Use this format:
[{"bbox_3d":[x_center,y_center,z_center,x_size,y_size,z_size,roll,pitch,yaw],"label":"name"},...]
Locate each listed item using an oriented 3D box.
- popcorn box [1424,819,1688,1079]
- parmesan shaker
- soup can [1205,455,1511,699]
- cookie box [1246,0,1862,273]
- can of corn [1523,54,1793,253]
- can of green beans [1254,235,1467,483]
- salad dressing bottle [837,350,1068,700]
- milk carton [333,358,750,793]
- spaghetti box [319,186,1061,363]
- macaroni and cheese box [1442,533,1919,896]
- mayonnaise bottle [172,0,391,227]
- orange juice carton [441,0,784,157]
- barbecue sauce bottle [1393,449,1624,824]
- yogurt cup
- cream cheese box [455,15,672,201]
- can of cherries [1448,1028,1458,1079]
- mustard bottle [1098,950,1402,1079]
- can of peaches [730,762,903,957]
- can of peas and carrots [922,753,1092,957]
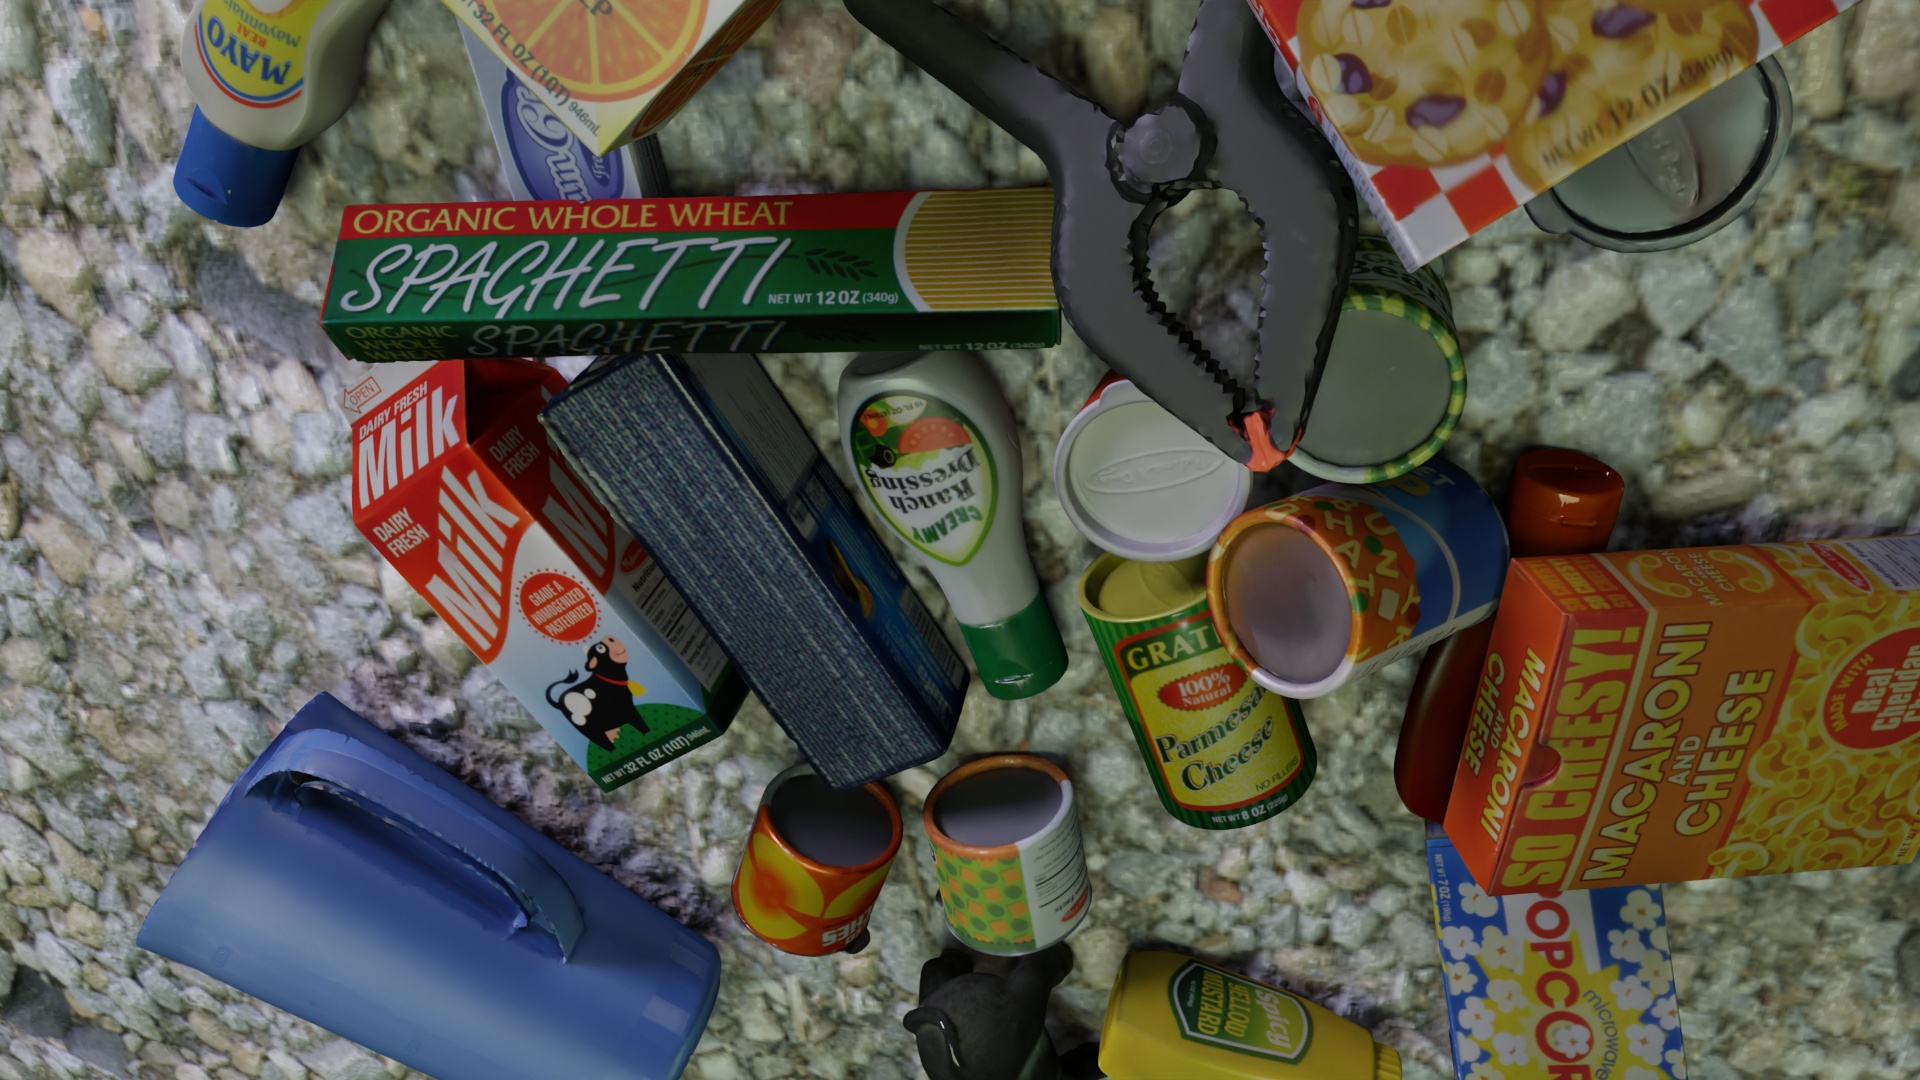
[{"bbox_3d":[0.239,0.174,0.560,0.085,0.038,0.126,-8,93,18],"label":"popcorn box"},{"bbox_3d":[0.095,0.051,0.534,0.071,0.072,0.102,-14,116,21],"label":"parmesan shaker"},{"bbox_3d":[0.135,0.008,0.476,0.071,0.084,0.071,25,123,46],"label":"soup can"},{"bbox_3d":[0.129,-0.174,0.357,0.123,0.040,0.167,-31,89,15],"label":"cookie box"},{"bbox_3d":[0.197,-0.124,0.409,0.071,0.058,0.070,6,121,10],"label":"can of corn"},{"bbox_3d":[0.132,-0.061,0.463,0.071,0.058,0.071,6,121,10],"label":"can of green beans"},{"bbox_3d":[0.002,-0.007,0.535,0.064,0.044,0.147,-13,116,21],"label":"salad dressing bottle"},{"bbox_3d":[-0.168,0.002,0.563,0.072,0.074,0.190,-27,110,26],"label":"milk carton"},{"bbox_3d":[-0.090,-0.090,0.475,0.250,0.050,0.028,-1,158,2],"label":"spaghetti box"},{"bbox_3d":[0.266,0.062,0.484,0.167,0.040,0.123,-3,121,-7],"label":"macaroni and cheese box"},{"bbox_3d":[-0.241,-0.179,0.492,0.065,0.041,0.147,33,121,-9],"label":"mayonnaise bottle"},{"bbox_3d":[-0.060,-0.207,0.403,0.192,0.073,0.071,-40,104,18],"label":"orange juice carton"},{"bbox_3d":[0.206,0.040,0.513,0.065,0.044,0.147,5,121,3],"label":"barbecue sauce bottle"},{"bbox_3d":[0.071,-0.034,0.496,0.072,0.054,0.072,6,121,10],"label":"yogurt cup"},{"bbox_3d":[-0.138,-0.145,0.498,0.053,0.024,0.103,-2,120,15],"label":"cream cheese box"},{"bbox_3d":[0.250,0.252,0.612,0.058,0.072,0.071,-8,118,17],"label":"can of cherries"},{"bbox_3d":[0.146,0.235,0.630,0.160,0.065,0.048,14,121,5],"label":"mustard bottle"},{"bbox_3d":[-0.063,0.144,0.626,0.071,0.071,0.057,21,122,0],"label":"can of peaches"},{"bbox_3d":[0.018,0.134,0.602,0.071,0.071,0.058,-3,119,15],"label":"can of peas and carrots"}]
